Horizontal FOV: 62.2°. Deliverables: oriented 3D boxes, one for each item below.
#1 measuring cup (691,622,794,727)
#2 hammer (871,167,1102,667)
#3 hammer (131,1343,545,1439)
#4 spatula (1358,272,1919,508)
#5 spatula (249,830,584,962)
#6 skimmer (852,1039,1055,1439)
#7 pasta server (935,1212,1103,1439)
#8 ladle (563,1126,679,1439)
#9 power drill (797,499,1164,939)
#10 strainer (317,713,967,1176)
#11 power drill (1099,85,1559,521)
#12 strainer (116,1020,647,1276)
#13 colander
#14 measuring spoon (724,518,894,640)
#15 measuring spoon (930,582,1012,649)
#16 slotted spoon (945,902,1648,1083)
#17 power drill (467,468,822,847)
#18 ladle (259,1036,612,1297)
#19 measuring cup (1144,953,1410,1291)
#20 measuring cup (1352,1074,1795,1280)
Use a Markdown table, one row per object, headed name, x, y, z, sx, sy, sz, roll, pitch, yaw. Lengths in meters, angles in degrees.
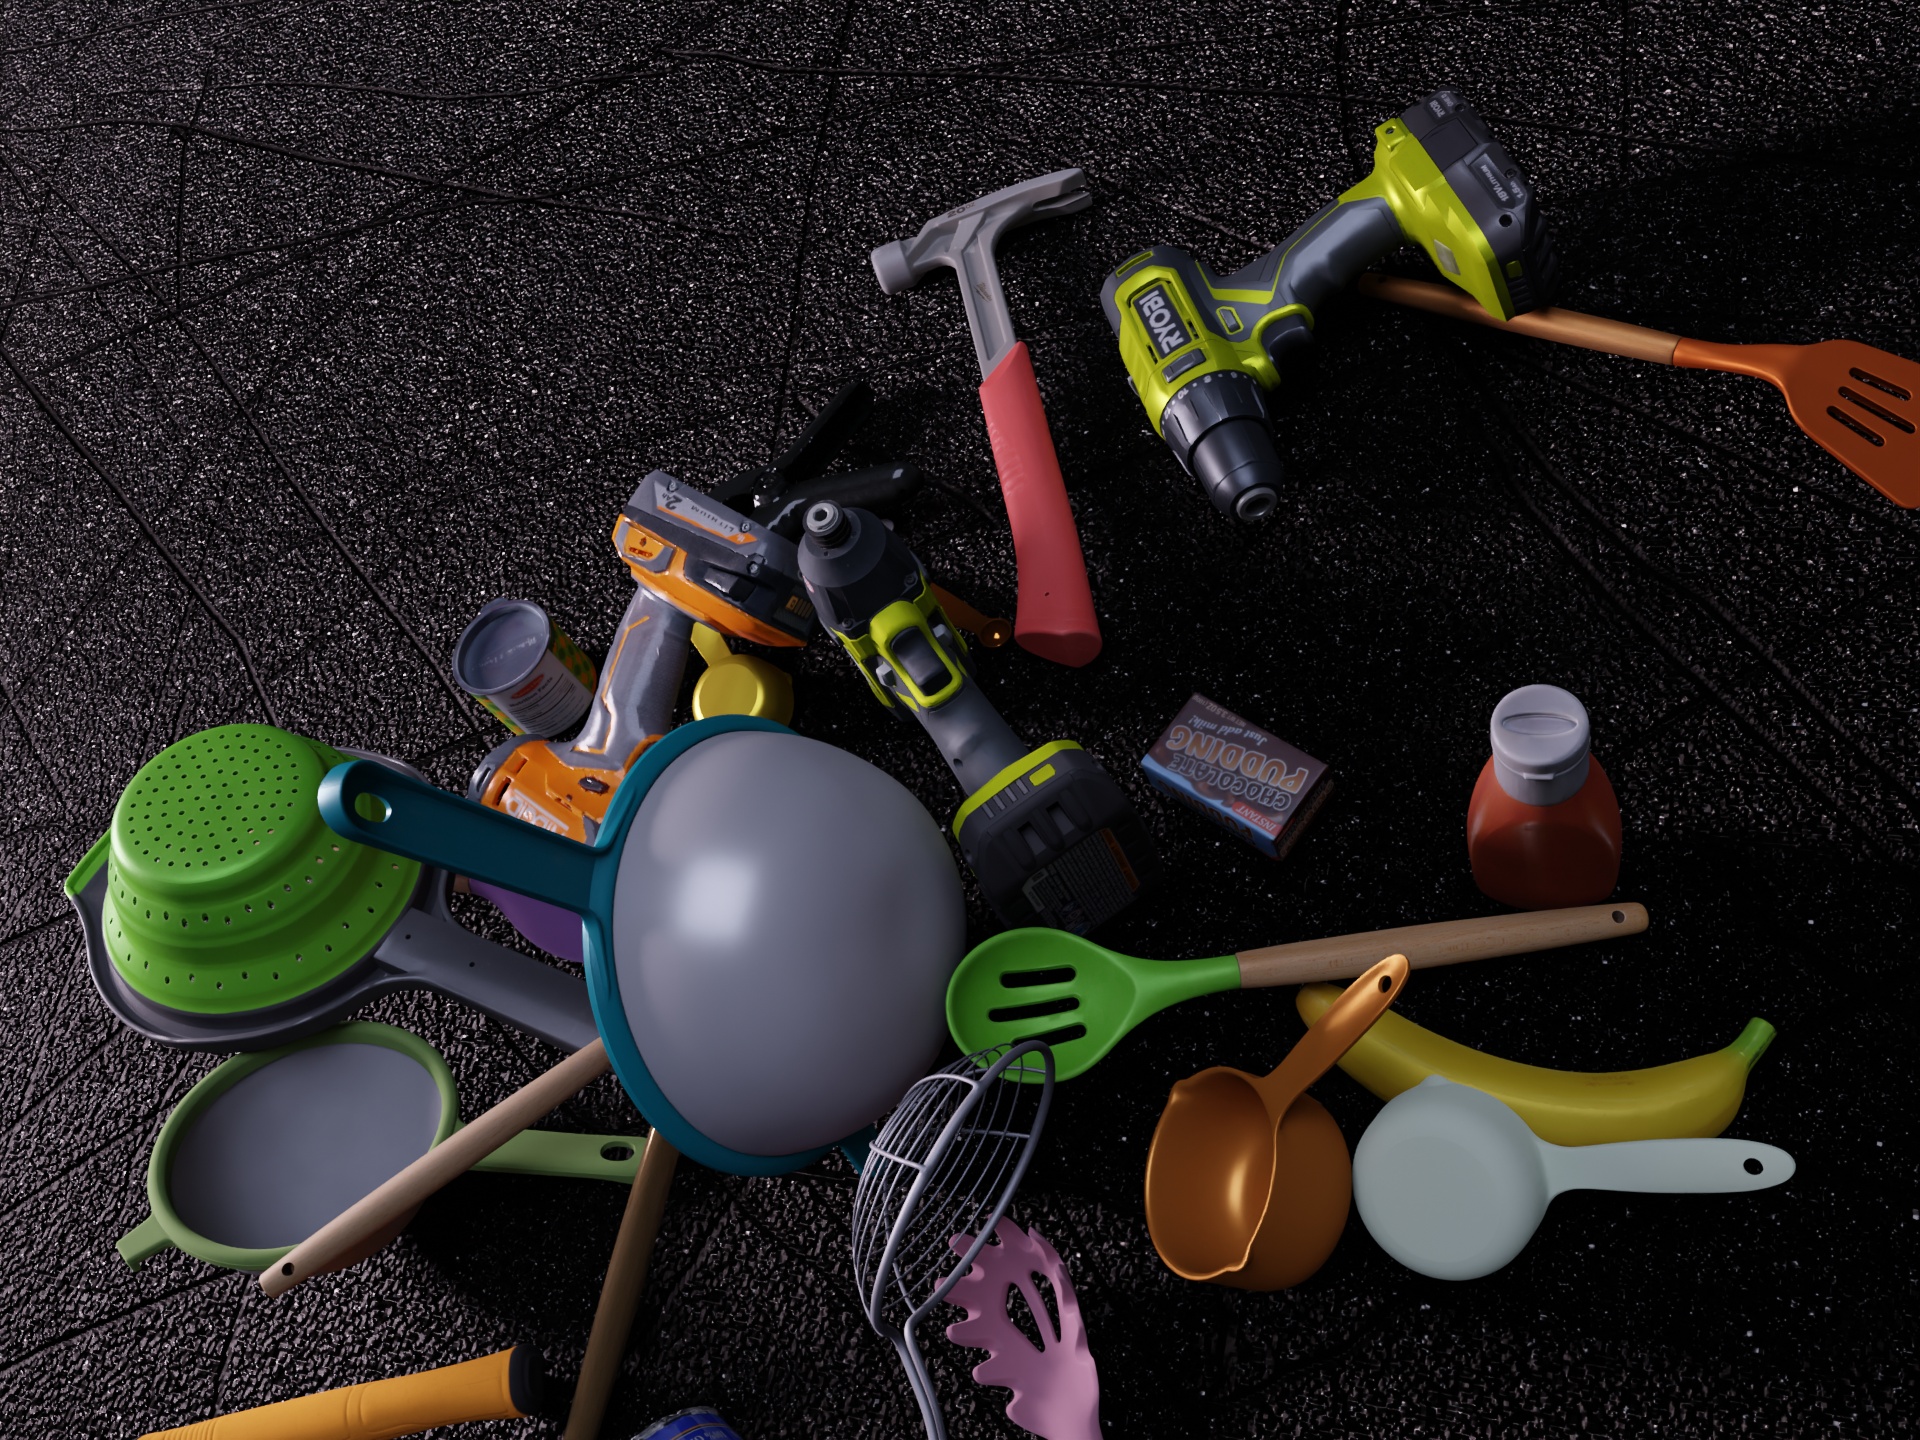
| name | x | y | z | sx | sy | sz | roll | pitch | yaw |
| --- | --- | --- | --- | --- | --- | --- | --- | --- | --- |
| measuring cup | -0.152 | -0.048 | 0.930 | 0.062 | 0.029 | 0.157 | -37 | 68 | 8 |
| hammer | 0.041 | -0.188 | 0.955 | 0.149 | 0.036 | 0.359 | -18 | 56 | 10 |
| hammer | -0.362 | 0.344 | 0.758 | 0.337 | 0.127 | 0.034 | -14 | 58 | 6 |
| spatula | 0.359 | -0.196 | 0.849 | 0.323 | 0.041 | 0.081 | 26 | 73 | 35 |
| spatula | -0.305 | 0.092 | 0.933 | 0.316 | 0.018 | 0.060 | 8 | 65 | 24 |
| skimmer | 0.026 | 0.310 | 0.604 | 0.090 | 0.127 | 0.363 | -17 | 75 | 18 |
| pasta server | 0.069 | 0.349 | 0.630 | 0.060 | 0.040 | 0.317 | -34 | 55 | 14 |
| ladle | -0.144 | 0.208 | 0.747 | 0.069 | 0.031 | 0.315 | 16 | 85 | -16 |
| power drill | -0.001 | -0.003 | 0.784 | 0.080 | 0.171 | 0.223 | -35 | 58 | -2 |
| strainer | -0.095 | 0.073 | 0.663 | 0.095 | 0.340 | 0.211 | -12 | 64 | 33 |
| power drill | 0.203 | -0.226 | 0.880 | 0.228 | 0.080 | 0.191 | -29 | 53 | 16 |
| strainer | -0.278 | 0.235 | 0.820 | 0.256 | 0.069 | 0.152 | 3 | 38 | 3 |
| colander | -0.316 | 0.095 | 0.845 | 0.397 | 0.094 | 0.205 | 19 | 54 | 17 |
| measuring spoon | -0.092 | -0.085 | 0.961 | 0.124 | 0.018 | 0.034 | -32 | 64 | -7 |
| measuring spoon | -0.014 | -0.066 | 0.922 | 0.117 | 0.011 | 0.021 | 29 | 74 | 35 |
| slotted spoon | 0.150 | 0.111 | 0.710 | 0.314 | 0.031 | 0.070 | -8 | 70 | 1 |
| power drill | -0.158 | -0.004 | 0.862 | 0.164 | 0.084 | 0.226 | 30 | 93 | 31 |
| ladle | -0.192 | 0.177 | 0.780 | 0.320 | 0.062 | 0.078 | -34 | 79 | -13 |
| measuring cup | 0.145 | 0.164 | 0.654 | 0.173 | 0.052 | 0.095 | -56 | 28 | 25 |
| measuring cup | 0.236 | 0.182 | 0.628 | 0.167 | 0.038 | 0.083 | -12 | 87 | 32 |
